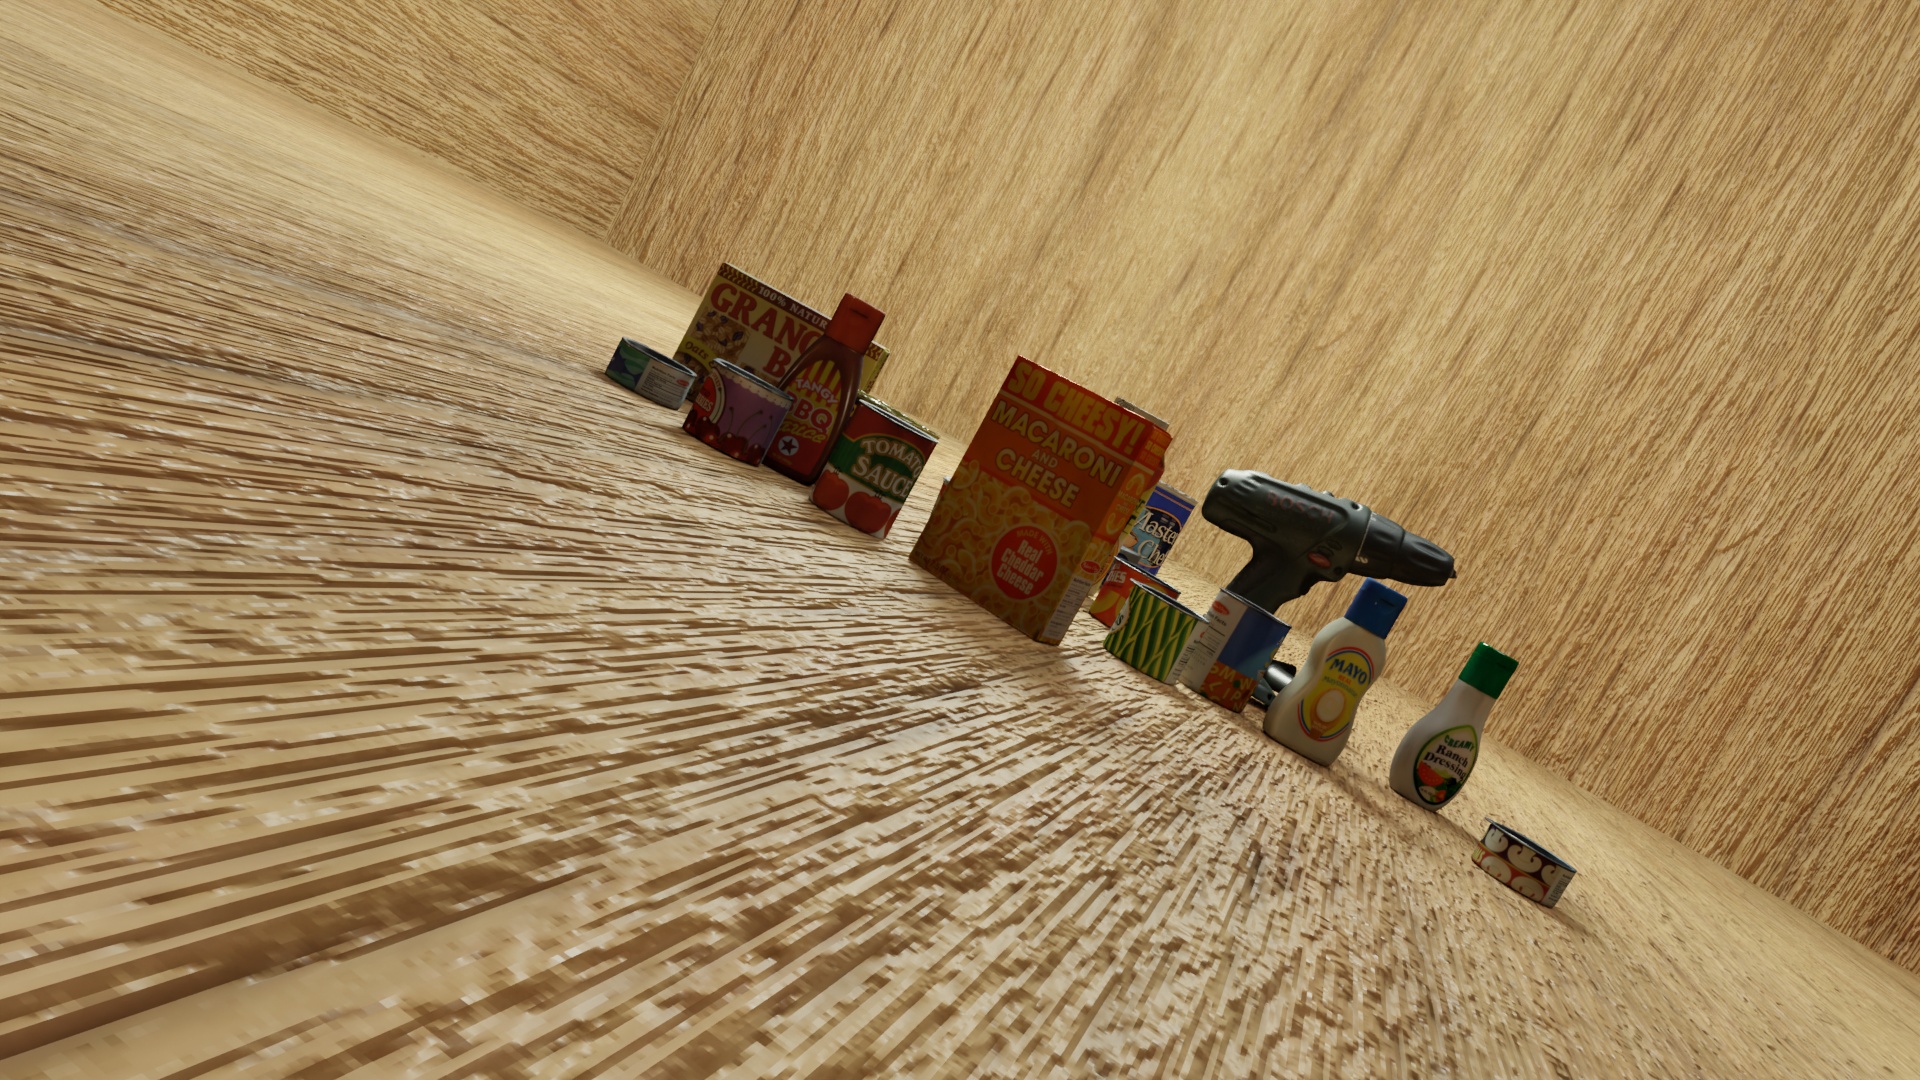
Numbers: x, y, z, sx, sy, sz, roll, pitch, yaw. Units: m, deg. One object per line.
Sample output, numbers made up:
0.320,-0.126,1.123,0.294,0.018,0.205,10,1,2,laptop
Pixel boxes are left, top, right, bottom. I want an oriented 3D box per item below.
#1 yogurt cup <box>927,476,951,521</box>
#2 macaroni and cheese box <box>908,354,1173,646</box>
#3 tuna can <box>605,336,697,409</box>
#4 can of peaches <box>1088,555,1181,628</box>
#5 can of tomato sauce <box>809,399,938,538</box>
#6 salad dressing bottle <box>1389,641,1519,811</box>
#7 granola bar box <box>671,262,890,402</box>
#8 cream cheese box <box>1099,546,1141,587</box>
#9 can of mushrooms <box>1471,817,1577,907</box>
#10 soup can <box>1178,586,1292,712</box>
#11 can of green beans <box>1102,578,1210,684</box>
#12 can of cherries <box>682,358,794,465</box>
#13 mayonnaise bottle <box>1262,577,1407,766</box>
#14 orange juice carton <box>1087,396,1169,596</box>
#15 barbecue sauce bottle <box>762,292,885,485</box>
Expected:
0.004,-0.015,1.170,0.072,0.054,0.072,28,5,-3,yogurt cup
0.054,-0.029,0.972,0.124,0.166,0.040,32,6,30,macaroni and cheese box
-0.250,-0.135,1.116,0.071,0.033,0.071,28,6,-3,tuna can
0.156,0.055,1.265,0.071,0.058,0.071,28,5,-3,can of peaches
-0.064,-0.052,1.024,0.071,0.083,0.071,28,5,-3,can of tomato sauce
0.423,0.158,1.186,0.064,0.147,0.044,28,5,-13,salad dressing bottle
-0.164,-0.153,1.234,0.165,0.124,0.039,29,5,6,granola bar box
0.164,0.027,1.575,0.024,0.053,0.104,32,7,33,cream cheese box
0.409,0.235,1.016,0.071,0.033,0.071,28,6,-3,can of mushrooms
0.226,0.092,1.147,0.071,0.083,0.071,28,5,-3,soup can
0.154,0.073,1.094,0.071,0.057,0.071,28,5,-3,can of green beans
-0.169,-0.097,1.042,0.071,0.058,0.071,28,5,-3,can of cherries
0.300,0.101,1.097,0.065,0.148,0.041,28,5,-5,mayonnaise bottle
0.137,-0.047,1.397,0.072,0.192,0.073,32,6,36,orange juice carton
-0.109,-0.121,1.089,0.065,0.148,0.044,28,5,-3,barbecue sauce bottle
